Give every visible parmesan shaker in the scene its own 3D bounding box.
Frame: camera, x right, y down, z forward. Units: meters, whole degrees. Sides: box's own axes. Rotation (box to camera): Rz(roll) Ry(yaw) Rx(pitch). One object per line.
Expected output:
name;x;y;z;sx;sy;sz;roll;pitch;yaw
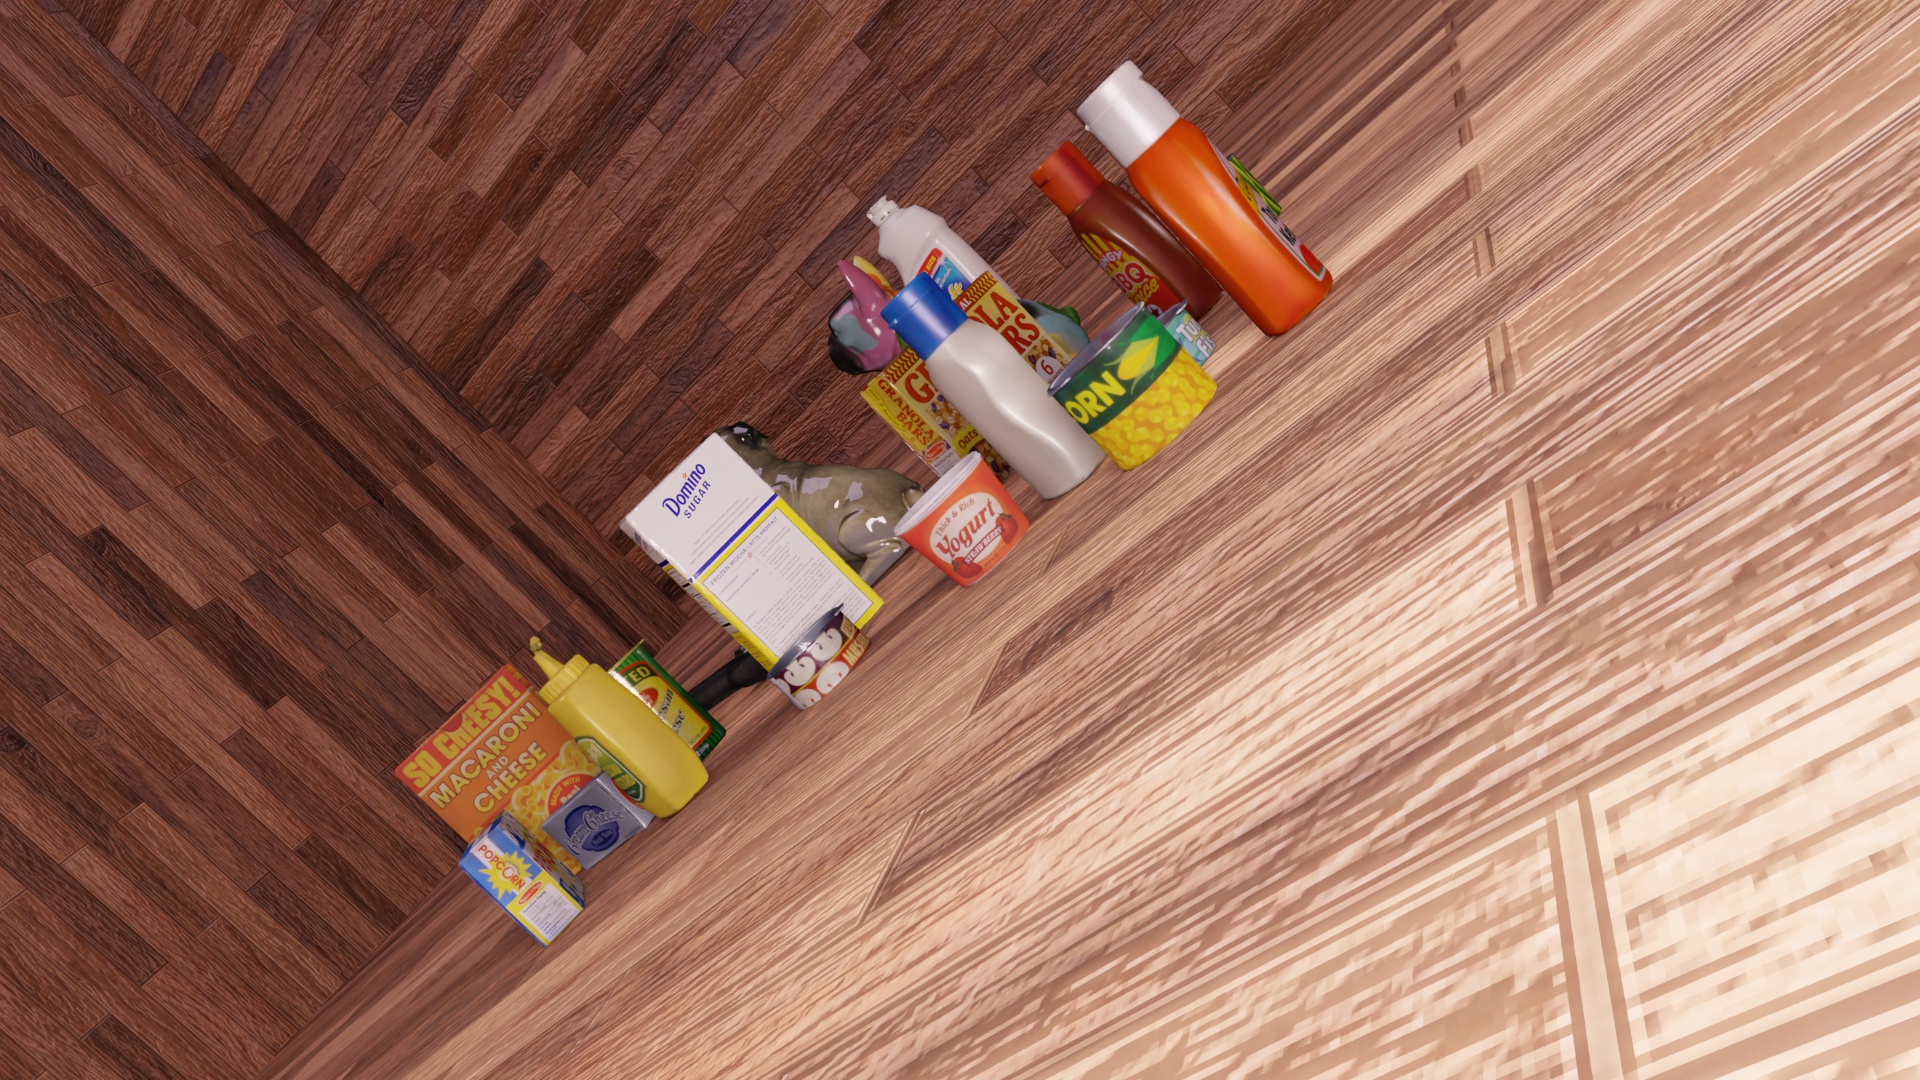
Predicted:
parmesan shaker;-0.247;0.141;1.130;0.071;0.103;0.071;-43;7;7

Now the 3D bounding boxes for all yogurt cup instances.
yogurt cup;0.003;-0.010;0.806;0.072;0.054;0.072;-43;7;7

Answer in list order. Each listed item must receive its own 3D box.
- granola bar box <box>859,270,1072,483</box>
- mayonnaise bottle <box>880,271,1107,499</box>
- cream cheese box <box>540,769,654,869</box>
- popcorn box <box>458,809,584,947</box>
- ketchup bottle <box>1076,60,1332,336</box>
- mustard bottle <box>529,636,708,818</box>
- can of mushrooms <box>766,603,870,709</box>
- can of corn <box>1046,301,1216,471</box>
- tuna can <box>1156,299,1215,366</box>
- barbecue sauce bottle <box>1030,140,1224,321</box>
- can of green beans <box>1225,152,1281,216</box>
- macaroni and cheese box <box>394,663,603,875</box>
granola bar box;0.014;-0.121;1.094;0.039;0.124;0.166;-36;10;48
mayonnaise bottle;0.018;-0.090;0.799;0.041;0.148;0.064;-47;7;-22
cream cheese box;-0.283;0.218;1.088;0.103;0.053;0.024;-38;9;39
popcorn box;-0.315;0.241;1.003;0.038;0.085;0.126;-46;7;-15
ketchup bottle;0.120;-0.169;0.687;0.043;0.148;0.065;-42;7;20
mustard bottle;-0.253;0.130;0.995;0.049;0.160;0.065;-49;8;-33
can of mushrooms;-0.092;0.076;0.916;0.071;0.033;0.071;-43;7;7
can of corn;0.086;-0.076;0.706;0.071;0.058;0.071;-43;7;7
tuna can;0.116;-0.106;0.809;0.071;0.033;0.071;-43;7;7
barbecue sauce bottle;0.111;-0.206;0.947;0.044;0.148;0.064;-46;7;-17
can of green beans;0.203;-0.253;1.066;0.071;0.058;0.071;-43;7;7
macaroni and cheese box;-0.365;0.205;1.165;0.124;0.166;0.040;-45;7;-7
